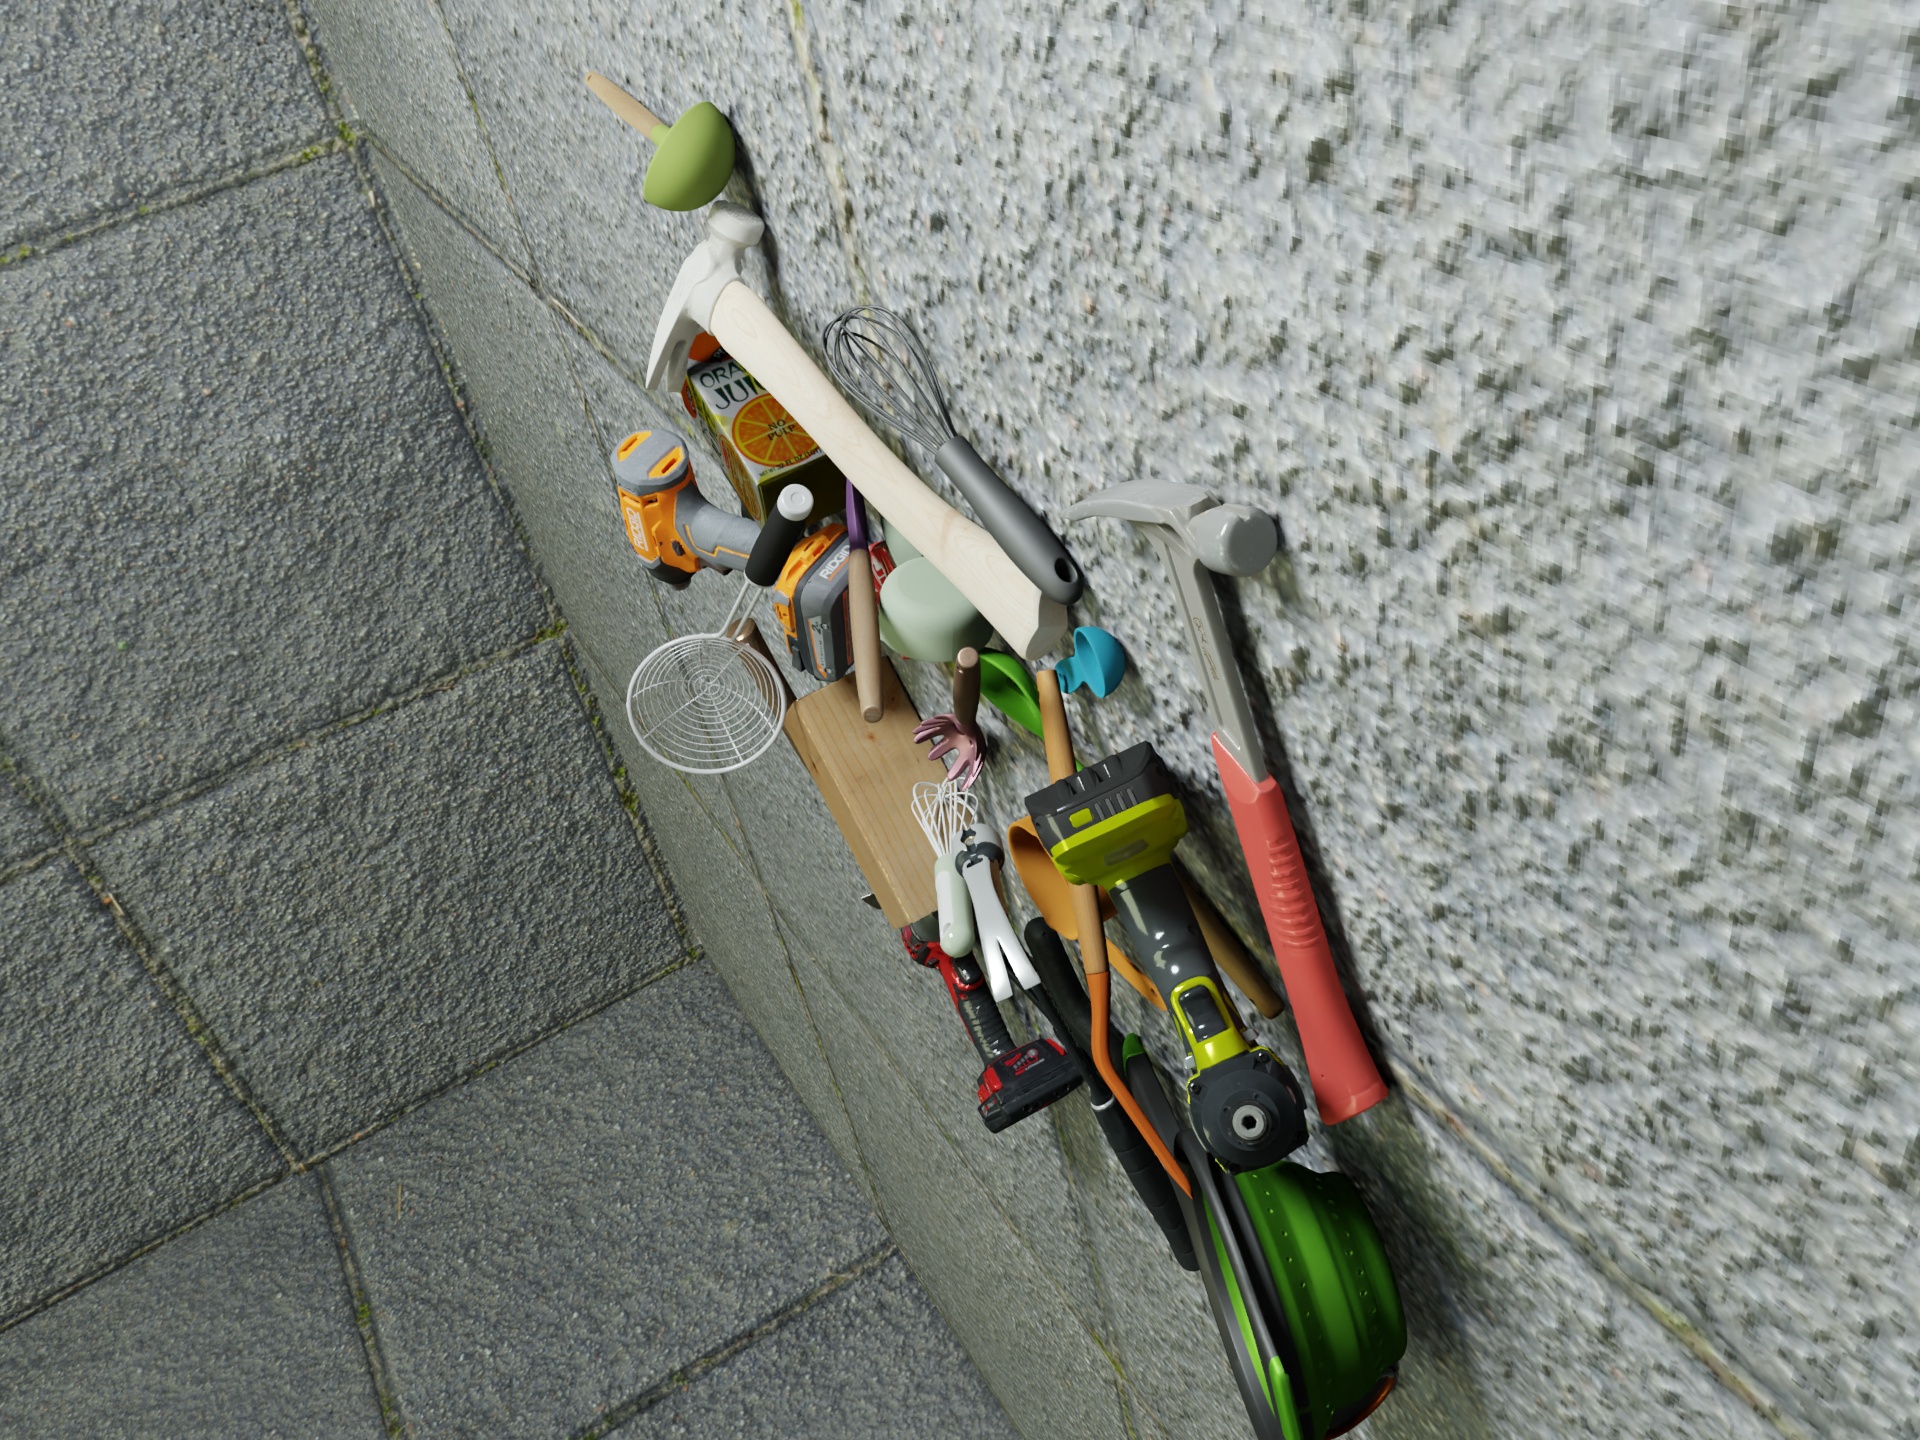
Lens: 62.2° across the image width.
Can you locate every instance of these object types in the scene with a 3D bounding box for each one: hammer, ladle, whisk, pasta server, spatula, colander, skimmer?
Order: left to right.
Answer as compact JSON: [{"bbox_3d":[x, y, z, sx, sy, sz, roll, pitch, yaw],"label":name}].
[{"bbox_3d":[-0.238,-0.443,1.164,0.062,0.078,0.320,26,-164,-40],"label":"ladle"},{"bbox_3d":[-0.164,-0.056,1.169,0.363,0.127,0.090,134,148,-63],"label":"skimmer"},{"bbox_3d":[-0.127,0.045,1.452,0.130,0.031,0.331,-105,-10,-57],"label":"hammer"},{"bbox_3d":[-0.075,-0.173,1.034,0.411,0.038,0.146,48,123,29],"label":"hammer"},{"bbox_3d":[-0.065,-0.096,1.041,0.316,0.018,0.059,-99,2,-54],"label":"spatula"},{"bbox_3d":[-0.008,0.105,1.188,0.059,0.057,0.246,26,-161,-13],"label":"whisk"},{"bbox_3d":[-0.003,-0.158,0.932,0.239,0.055,0.055,52,161,17],"label":"whisk"},{"bbox_3d":[-0.002,-0.003,1.073,0.060,0.040,0.316,45,172,7],"label":"pasta server"},{"bbox_3d":[0.098,0.263,1.140,0.408,0.036,0.149,61,-173,-29],"label":"hammer"},{"bbox_3d":[0.088,0.127,0.963,0.081,0.041,0.323,121,139,-84],"label":"spatula"},{"bbox_3d":[0.148,0.050,0.809,0.149,0.036,0.358,26,139,63],"label":"hammer"},{"bbox_3d":[0.189,0.304,1.015,0.397,0.094,0.204,-112,7,-69],"label":"colander"}]

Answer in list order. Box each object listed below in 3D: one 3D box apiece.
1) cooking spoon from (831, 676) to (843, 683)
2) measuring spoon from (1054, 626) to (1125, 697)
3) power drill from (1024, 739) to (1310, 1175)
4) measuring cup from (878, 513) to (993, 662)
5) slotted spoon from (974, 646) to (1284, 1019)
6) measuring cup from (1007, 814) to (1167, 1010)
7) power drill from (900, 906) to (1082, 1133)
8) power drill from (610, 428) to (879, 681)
[{"bbox_3d":[-0.065,0.094,1.523,0.069,0.017,0.318,28,142,64],"label":"cooking spoon"},{"bbox_3d":[0.076,-0.032,0.941,0.128,0.021,0.042,148,101,-82],"label":"measuring spoon"},{"bbox_3d":[0.118,0.130,0.855,0.223,0.080,0.171,65,-175,12],"label":"power drill"},{"bbox_3d":[-0.028,-0.106,1.060,0.038,0.083,0.168,93,162,-44],"label":"measuring cup"},{"bbox_3d":[0.097,0.061,0.992,0.314,0.031,0.070,51,170,27],"label":"slotted spoon"},{"bbox_3d":[0.098,0.119,1.034,0.174,0.052,0.095,45,156,40],"label":"measuring cup"},{"bbox_3d":[0.018,0.250,1.427,0.220,0.078,0.143,61,163,15],"label":"power drill"},{"bbox_3d":[-0.172,-0.124,1.270,0.226,0.084,0.164,30,151,17],"label":"power drill"}]
